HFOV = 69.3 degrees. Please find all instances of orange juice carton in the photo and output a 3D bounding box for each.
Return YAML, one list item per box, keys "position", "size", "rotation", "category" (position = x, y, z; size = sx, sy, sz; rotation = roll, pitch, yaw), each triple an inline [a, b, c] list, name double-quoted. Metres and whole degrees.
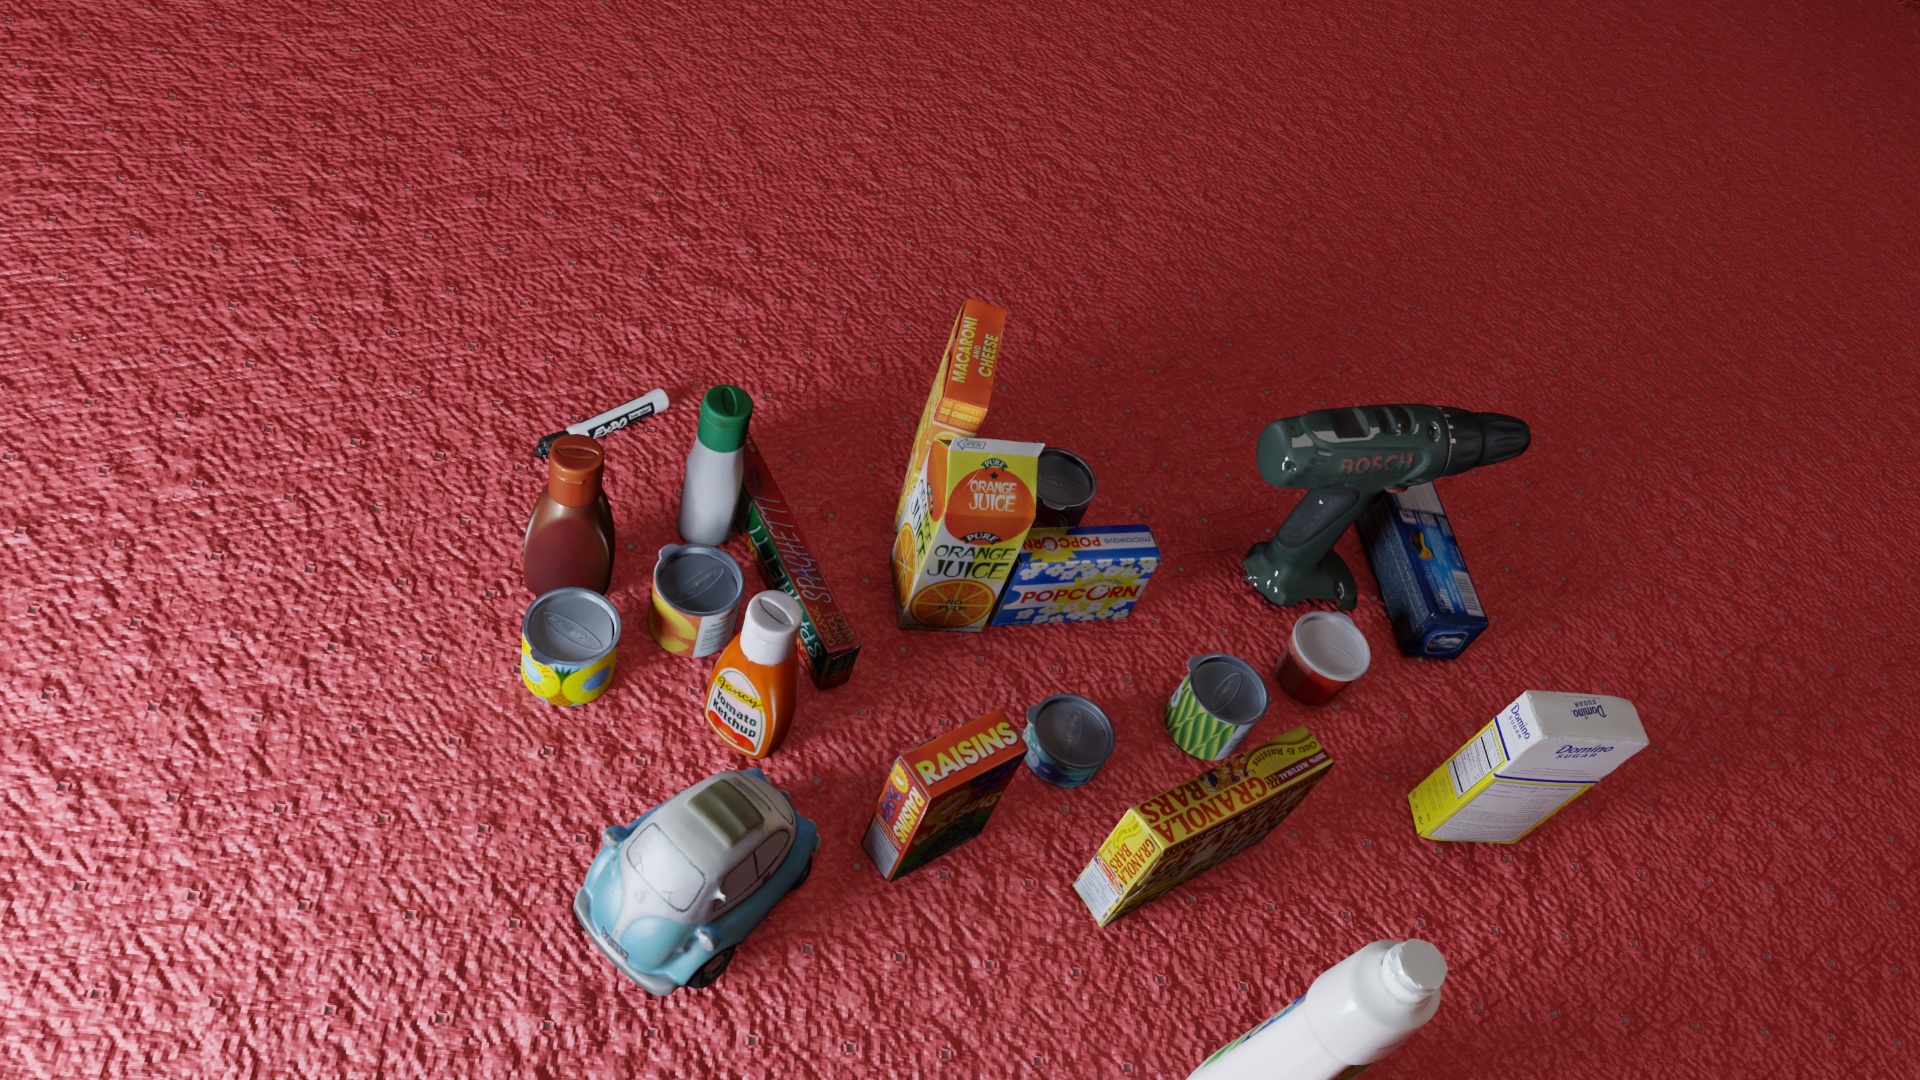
- position: [0.004, -0.013, 1.062]
  size: [0.072, 0.191, 0.073]
  rotation: [3, 51, -16]
  category: "orange juice carton"

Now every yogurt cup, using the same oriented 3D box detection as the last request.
- position: [0.300, 0.101, 1.162]
  size: [0.072, 0.053, 0.073]
  rotation: [10, 49, -11]
  category: "yogurt cup"

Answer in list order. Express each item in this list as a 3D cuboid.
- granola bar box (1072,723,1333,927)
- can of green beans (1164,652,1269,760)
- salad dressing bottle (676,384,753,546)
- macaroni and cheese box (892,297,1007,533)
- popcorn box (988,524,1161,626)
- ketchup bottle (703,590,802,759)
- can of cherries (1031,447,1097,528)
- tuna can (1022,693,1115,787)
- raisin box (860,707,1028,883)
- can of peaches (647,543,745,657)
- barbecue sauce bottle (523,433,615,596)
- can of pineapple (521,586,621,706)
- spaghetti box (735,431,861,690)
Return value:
- position: [0.172, 0.203, 0.987]
  size: [0.166, 0.123, 0.039]
  rotation: [-19, 60, -31]
  category: "granola bar box"
- position: [0.202, 0.132, 1.100]
  size: [0.071, 0.057, 0.071]
  rotation: [10, 49, -11]
  category: "can of green beans"
- position: [-0.187, -0.056, 1.061]
  size: [0.044, 0.146, 0.064]
  rotation: [-1, 52, -20]
  category: "salad dressing bottle"
- position: [-0.010, -0.097, 1.144]
  size: [0.040, 0.165, 0.124]
  rotation: [16, 49, -6]
  category: "macaroni and cheese box"
- position: [0.090, 0.028, 1.129]
  size: [0.127, 0.084, 0.038]
  rotation: [-2, 53, -21]
  category: "popcorn box"
- position: [-0.138, 0.090, 0.956]
  size: [0.065, 0.148, 0.044]
  rotation: [37, 50, 12]
  category: "ketchup bottle"
- position: [0.076, -0.035, 1.194]
  size: [0.071, 0.058, 0.072]
  rotation: [10, 49, -11]
  category: "can of cherries"
- position: [0.079, 0.152, 1.058]
  size: [0.071, 0.032, 0.071]
  rotation: [10, 49, -11]
  category: "tuna can"
- position: [-0.012, 0.174, 0.947]
  size: [0.086, 0.122, 0.040]
  rotation: [-21, 61, -32]
  category: "raisin box"
- position: [-0.199, 0.044, 1.034]
  size: [0.071, 0.057, 0.071]
  rotation: [10, 49, -11]
  category: "can of peaches"
- position: [-0.278, -0.014, 0.994]
  size: [0.065, 0.147, 0.044]
  rotation: [6, 50, -14]
  category: "barbecue sauce bottle"
- position: [-0.277, 0.076, 0.981]
  size: [0.071, 0.057, 0.071]
  rotation: [10, 49, -11]
  category: "can of pineapple"
- position: [-0.145, 0.003, 1.092]
  size: [0.029, 0.049, 0.251]
  rotation: [-14, 58, -28]
  category: "spaghetti box"
